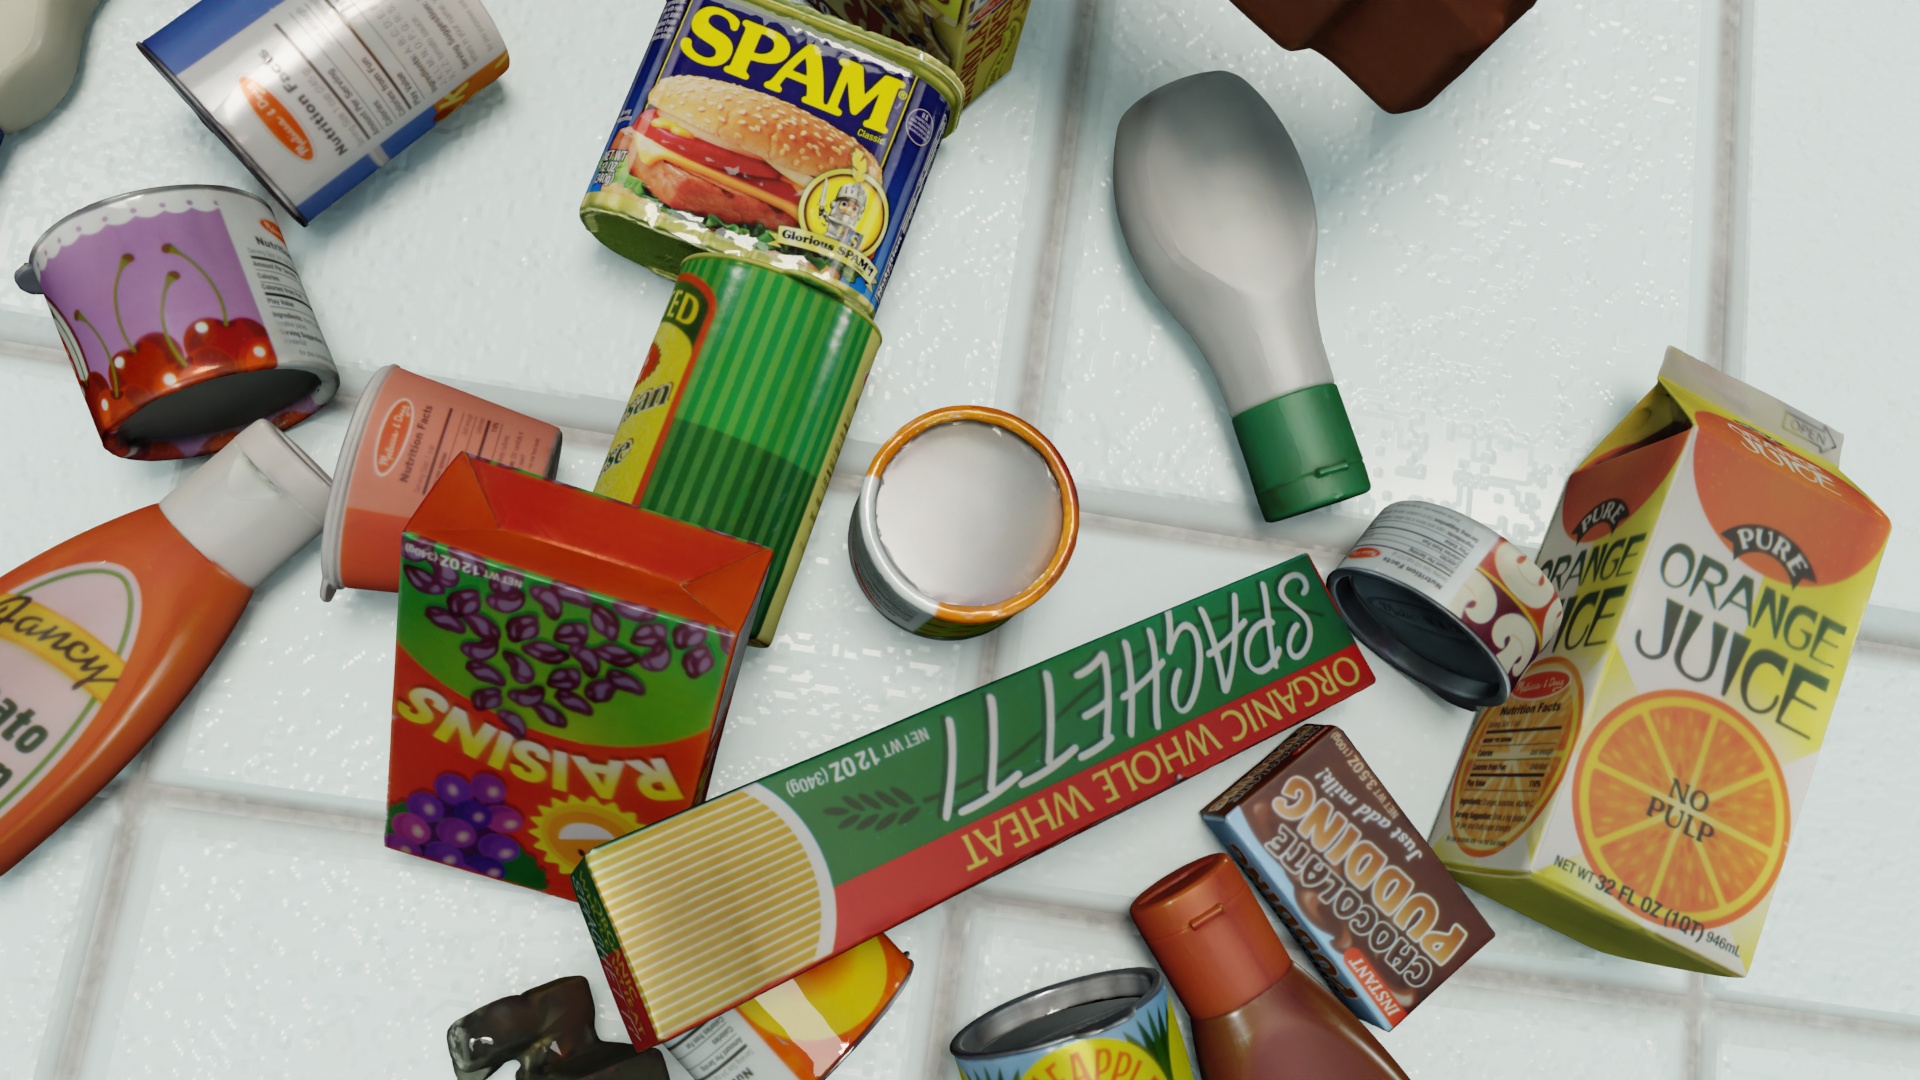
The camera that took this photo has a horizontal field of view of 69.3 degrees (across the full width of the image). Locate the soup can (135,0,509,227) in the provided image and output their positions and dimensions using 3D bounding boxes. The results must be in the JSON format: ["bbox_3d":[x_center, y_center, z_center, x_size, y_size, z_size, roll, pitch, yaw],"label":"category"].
[{"bbox_3d":[-0.195,-0.150,0.430,0.084,0.071,0.071,-44,88,-13],"label":"soup can"}]

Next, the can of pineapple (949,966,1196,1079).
[{"bbox_3d":[0.037,0.164,0.402,0.071,0.071,0.058,-18,84,-10],"label":"can of pineapple"}]

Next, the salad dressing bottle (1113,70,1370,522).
[{"bbox_3d":[0.096,-0.080,0.466,0.064,0.044,0.147,-16,84,-12],"label":"salad dressing bottle"}]

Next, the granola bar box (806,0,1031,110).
[{"bbox_3d":[-0.047,-0.220,0.430,0.165,0.124,0.039,45,80,2],"label":"granola bar box"}]

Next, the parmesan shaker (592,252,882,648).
[{"bbox_3d":[-0.071,-0.026,0.420,0.071,0.071,0.103,20,78,-4],"label":"parmesan shaker"}]

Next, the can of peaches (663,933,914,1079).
[{"bbox_3d":[-0.056,0.123,0.400,0.071,0.071,0.058,-43,88,-12],"label":"can of peaches"}]

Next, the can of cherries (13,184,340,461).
[{"bbox_3d":[-0.229,-0.062,0.408,0.071,0.071,0.058,-23,86,-11],"label":"can of cherries"}]

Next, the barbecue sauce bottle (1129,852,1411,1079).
[{"bbox_3d":[0.104,0.169,0.423,0.065,0.043,0.148,-30,85,-6],"label":"barbecue sauce bottle"}]

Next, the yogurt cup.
[{"bbox_3d":[-0.151,-0.013,0.412,0.054,0.072,0.072,14,79,-13],"label":"yogurt cup"}]

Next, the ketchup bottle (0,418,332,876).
[{"bbox_3d":[-0.248,0.027,0.402,0.065,0.043,0.149,45,77,1],"label":"ketchup bottle"}]

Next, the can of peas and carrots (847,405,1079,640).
[{"bbox_3d":[0.002,-0.005,0.432,0.071,0.058,0.071,1,81,-7],"label":"can of peas and carrots"}]

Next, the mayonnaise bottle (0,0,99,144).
[{"bbox_3d":[-0.302,-0.167,0.430,0.065,0.041,0.148,18,79,-11],"label":"mayonnaise bottle"}]

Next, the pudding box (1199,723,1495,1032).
[{"bbox_3d":[0.122,0.106,0.443,0.050,0.030,0.084,-36,86,-11],"label":"pudding box"}]

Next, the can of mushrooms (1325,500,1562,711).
[{"bbox_3d":[0.155,0.021,0.446,0.071,0.071,0.033,41,77,1],"label":"can of mushrooms"}]

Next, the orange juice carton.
[{"bbox_3d":[0.228,0.033,0.448,0.072,0.073,0.193,27,77,-2],"label":"orange juice carton"}]

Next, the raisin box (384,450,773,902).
[{"bbox_3d":[-0.108,0.045,0.381,0.086,0.122,0.040,17,37,-5],"label":"raisin box"}]

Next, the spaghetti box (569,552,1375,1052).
[{"bbox_3d":[0.017,0.065,0.399,0.251,0.028,0.050,-20,76,-28],"label":"spaghetti box"}]
